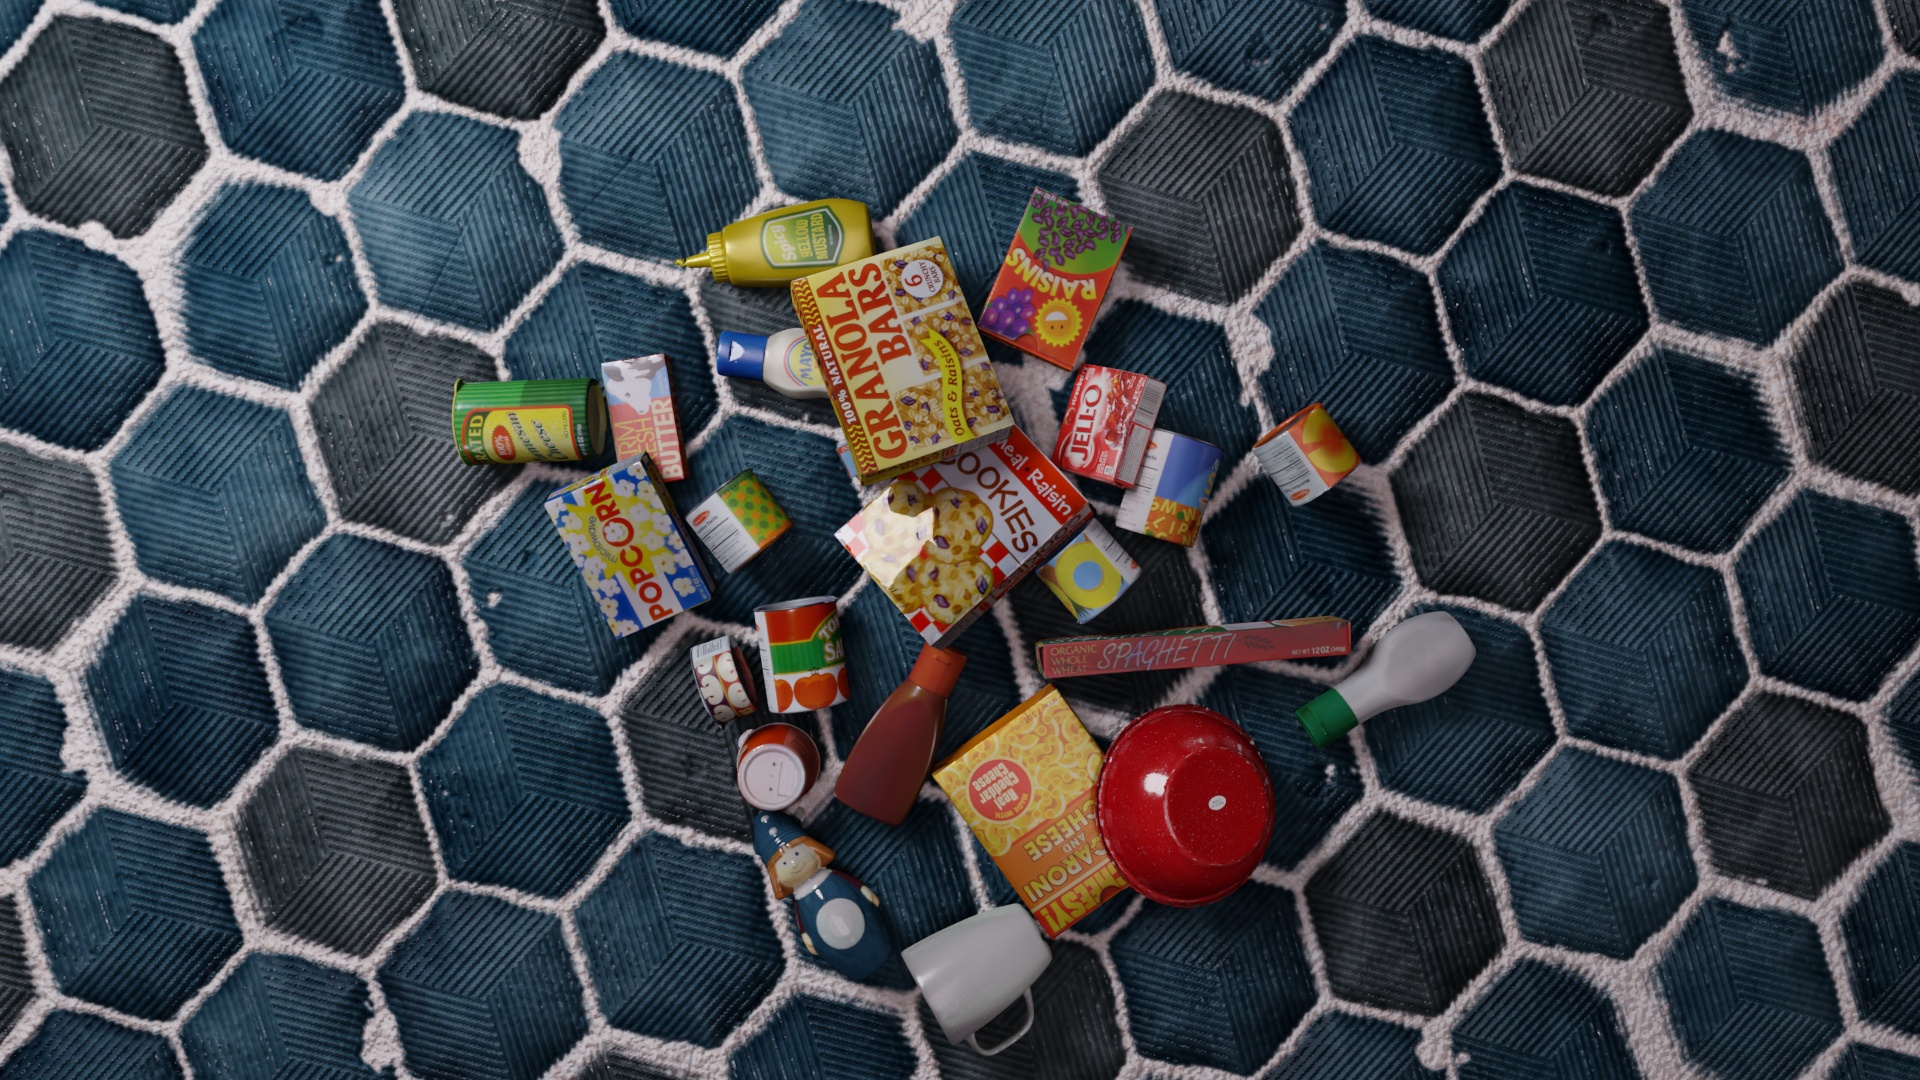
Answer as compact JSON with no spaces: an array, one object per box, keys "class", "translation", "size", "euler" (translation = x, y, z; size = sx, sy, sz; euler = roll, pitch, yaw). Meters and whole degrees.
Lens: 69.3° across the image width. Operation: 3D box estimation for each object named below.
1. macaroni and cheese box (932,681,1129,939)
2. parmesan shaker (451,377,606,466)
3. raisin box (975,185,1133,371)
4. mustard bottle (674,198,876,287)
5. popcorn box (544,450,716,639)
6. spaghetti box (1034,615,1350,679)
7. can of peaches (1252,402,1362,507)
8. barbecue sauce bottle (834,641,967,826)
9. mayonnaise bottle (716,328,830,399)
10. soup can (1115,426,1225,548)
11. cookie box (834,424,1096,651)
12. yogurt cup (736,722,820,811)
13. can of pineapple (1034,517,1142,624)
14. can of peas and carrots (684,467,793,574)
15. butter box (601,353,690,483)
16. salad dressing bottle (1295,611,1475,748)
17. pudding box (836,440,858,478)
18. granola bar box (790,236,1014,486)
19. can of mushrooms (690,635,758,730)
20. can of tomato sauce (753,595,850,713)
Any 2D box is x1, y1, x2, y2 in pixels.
[{"class":"macaroni and cheese box","translation":[0.074,0.219,1.127],"size":[0.124,0.040,0.166],"euler":[-36,93,0]},{"class":"parmesan shaker","translation":[-0.338,-0.096,1.093],"size":[0.103,0.071,0.071],"euler":[-3,92,-1]},{"class":"raisin box","translation":[0.074,-0.208,1.114],"size":[0.086,0.040,0.123],"euler":[23,92,-3]},{"class":"mustard bottle","translation":[-0.148,-0.230,1.103],"size":[0.160,0.049,0.065],"euler":[-10,88,-1]},{"class":"popcorn box","translation":[-0.260,0.004,1.100],"size":[0.085,0.038,0.126],"euler":[-23,105,4]},{"class":"spaghetti box","translation":[0.185,0.086,1.121],"size":[0.250,0.050,0.028],"euler":[-5,91,-1]},{"class":"can of peaches","translation":[0.278,-0.070,1.111],"size":[0.071,0.071,0.058],"euler":[-37,92,0]},{"class":"barbecue sauce bottle","translation":[-0.043,0.152,1.121],"size":[0.065,0.043,0.148],"euler":[27,91,-1]},{"class":"mayonnaise bottle","translation":[-0.118,-0.140,1.110],"size":[0.148,0.041,0.065],"euler":[7,86,-2]},{"class":"soup can","translation":[0.169,-0.042,1.109],"size":[0.071,0.071,0.083],"euler":[16,92,-2]},{"class":"cookie box","translation":[0.004,-0.014,1.102],"size":[0.167,0.040,0.123],"euler":[-42,73,0]},{"class":"yogurt cup","translation":[-0.148,0.184,1.115],"size":[0.072,0.054,0.072],"euler":[0,93,-2]},{"class":"can of pineapple","translation":[0.100,0.025,1.109],"size":[0.071,0.071,0.058],"euler":[-42,92,1]},{"class":"can of peas and carrots","translation":[-0.174,-0.016,1.103],"size":[0.071,0.071,0.058],"euler":[-38,93,1]},{"class":"butter box","translation":[-0.253,-0.095,1.118],"size":[0.053,0.024,0.103],"euler":[-10,92,0]},{"class":"salad dressing bottle","translation":[0.344,0.115,1.129],"size":[0.147,0.044,0.064],"euler":[-33,94,1]},{"class":"pudding box","translation":[-0.056,-0.081,1.110],"size":[0.084,0.050,0.030],"euler":[-27,94,0]},{"class":"granola bar box","translation":[-0.045,-0.138,1.071],"size":[0.124,0.039,0.166],"euler":[-19,77,-9]},{"class":"can of mushrooms","translation":[-0.187,0.113,1.106],"size":[0.033,0.071,0.071],"euler":[-21,92,-1]},{"class":"can of tomato sauce","translation":[-0.124,0.090,1.106],"size":[0.071,0.071,0.083],"euler":[-8,93,-1]}]
